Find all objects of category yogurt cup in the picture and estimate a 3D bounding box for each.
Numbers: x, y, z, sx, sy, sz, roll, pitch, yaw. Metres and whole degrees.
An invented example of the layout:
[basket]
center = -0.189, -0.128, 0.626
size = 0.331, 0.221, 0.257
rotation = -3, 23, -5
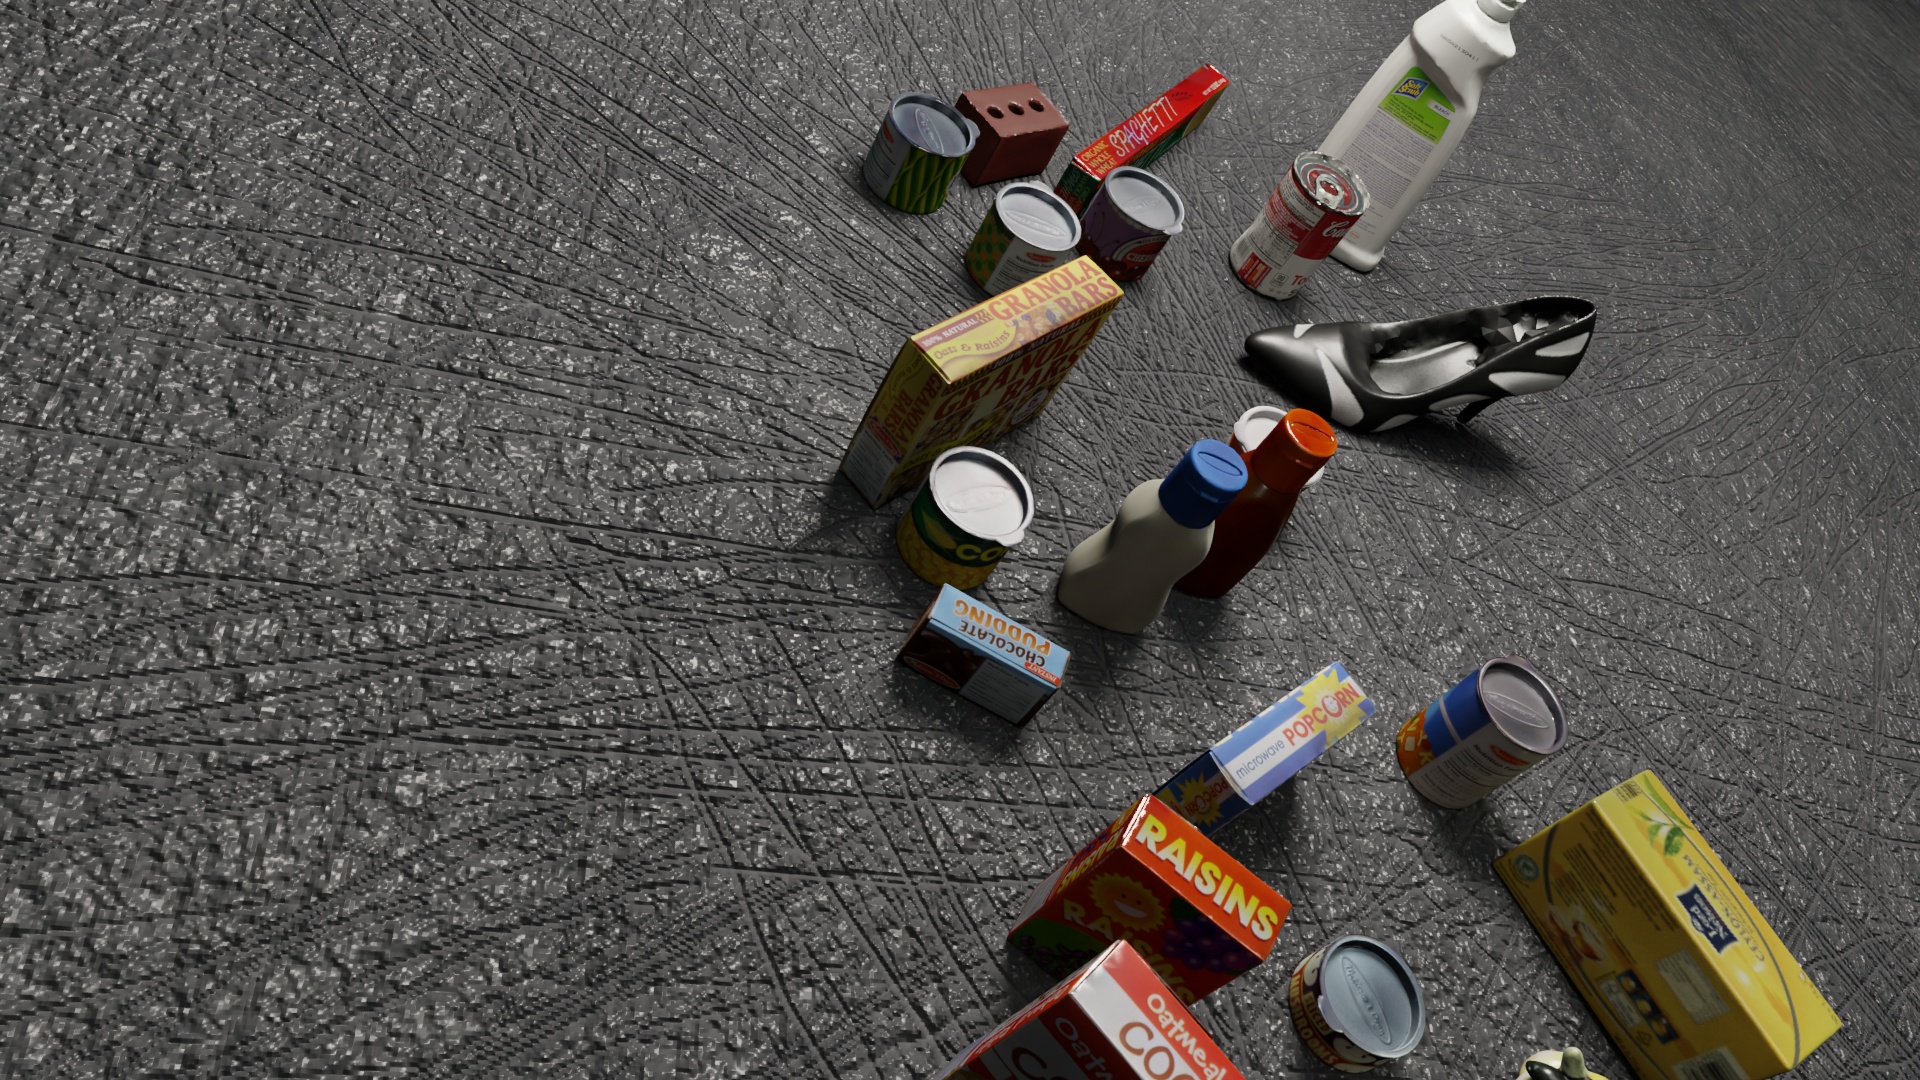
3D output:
[yogurt cup]
center = 0.209, -0.051, 0.963
size = 0.072, 0.053, 0.073
rotation = 14, 51, -18

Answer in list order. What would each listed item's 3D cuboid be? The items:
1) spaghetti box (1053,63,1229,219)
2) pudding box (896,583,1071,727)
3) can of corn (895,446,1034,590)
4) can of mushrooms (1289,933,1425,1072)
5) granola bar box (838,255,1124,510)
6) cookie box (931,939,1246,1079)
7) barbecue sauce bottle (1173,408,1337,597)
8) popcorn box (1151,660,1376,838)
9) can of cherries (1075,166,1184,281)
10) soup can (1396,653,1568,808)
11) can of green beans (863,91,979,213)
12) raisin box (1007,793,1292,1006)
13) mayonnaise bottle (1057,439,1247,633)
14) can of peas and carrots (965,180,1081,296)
[spaghetti box]
center = 0.150, -0.330, 1.144
size = 0.029, 0.050, 0.251
rotation = 41, 48, 5
[pudding box]
center = 0.013, 0.065, 0.776
size = 0.084, 0.049, 0.030
rotation = 29, 48, -6
[can of corn]
center = 0.003, -0.010, 0.822
size = 0.071, 0.058, 0.071
rotation = 14, 51, -18
[can of mushrooms]
center = 0.212, 0.251, 0.752
size = 0.071, 0.033, 0.071
rotation = 14, 51, -18
[granola bar box]
center = 0.012, -0.099, 0.849
size = 0.039, 0.123, 0.166
rotation = 48, 49, 11
[cookie box]
center = 0.061, 0.251, 0.583
size = 0.123, 0.166, 0.040
rotation = 48, 49, 11
[barbecue sauce bottle]
center = 0.176, -0.022, 0.860
size = 0.065, 0.147, 0.044
rotation = 22, 49, -12
[popcorn box]
center = 0.167, 0.125, 0.788
size = 0.127, 0.084, 0.038
rotation = -25, 70, -38
[can of cherries]
center = 0.129, -0.239, 1.059
size = 0.071, 0.058, 0.072
rotation = 14, 51, -18
[soup can]
center = 0.327, 0.120, 0.875
size = 0.071, 0.083, 0.072
rotation = 14, 51, -18
[can of green beans]
center = -0.031, -0.280, 1.007
size = 0.071, 0.057, 0.071
rotation = 14, 51, -18
[raisin box]
center = 0.089, 0.185, 0.676
size = 0.086, 0.122, 0.040
rotation = 39, 48, 3
[mayonnaise bottle]
center = 0.114, -0.002, 0.813
size = 0.065, 0.147, 0.041
rotation = 24, 49, -10
[can of peas and carrots]
center = 0.044, -0.214, 0.996
size = 0.071, 0.058, 0.071
rotation = 14, 51, -18
